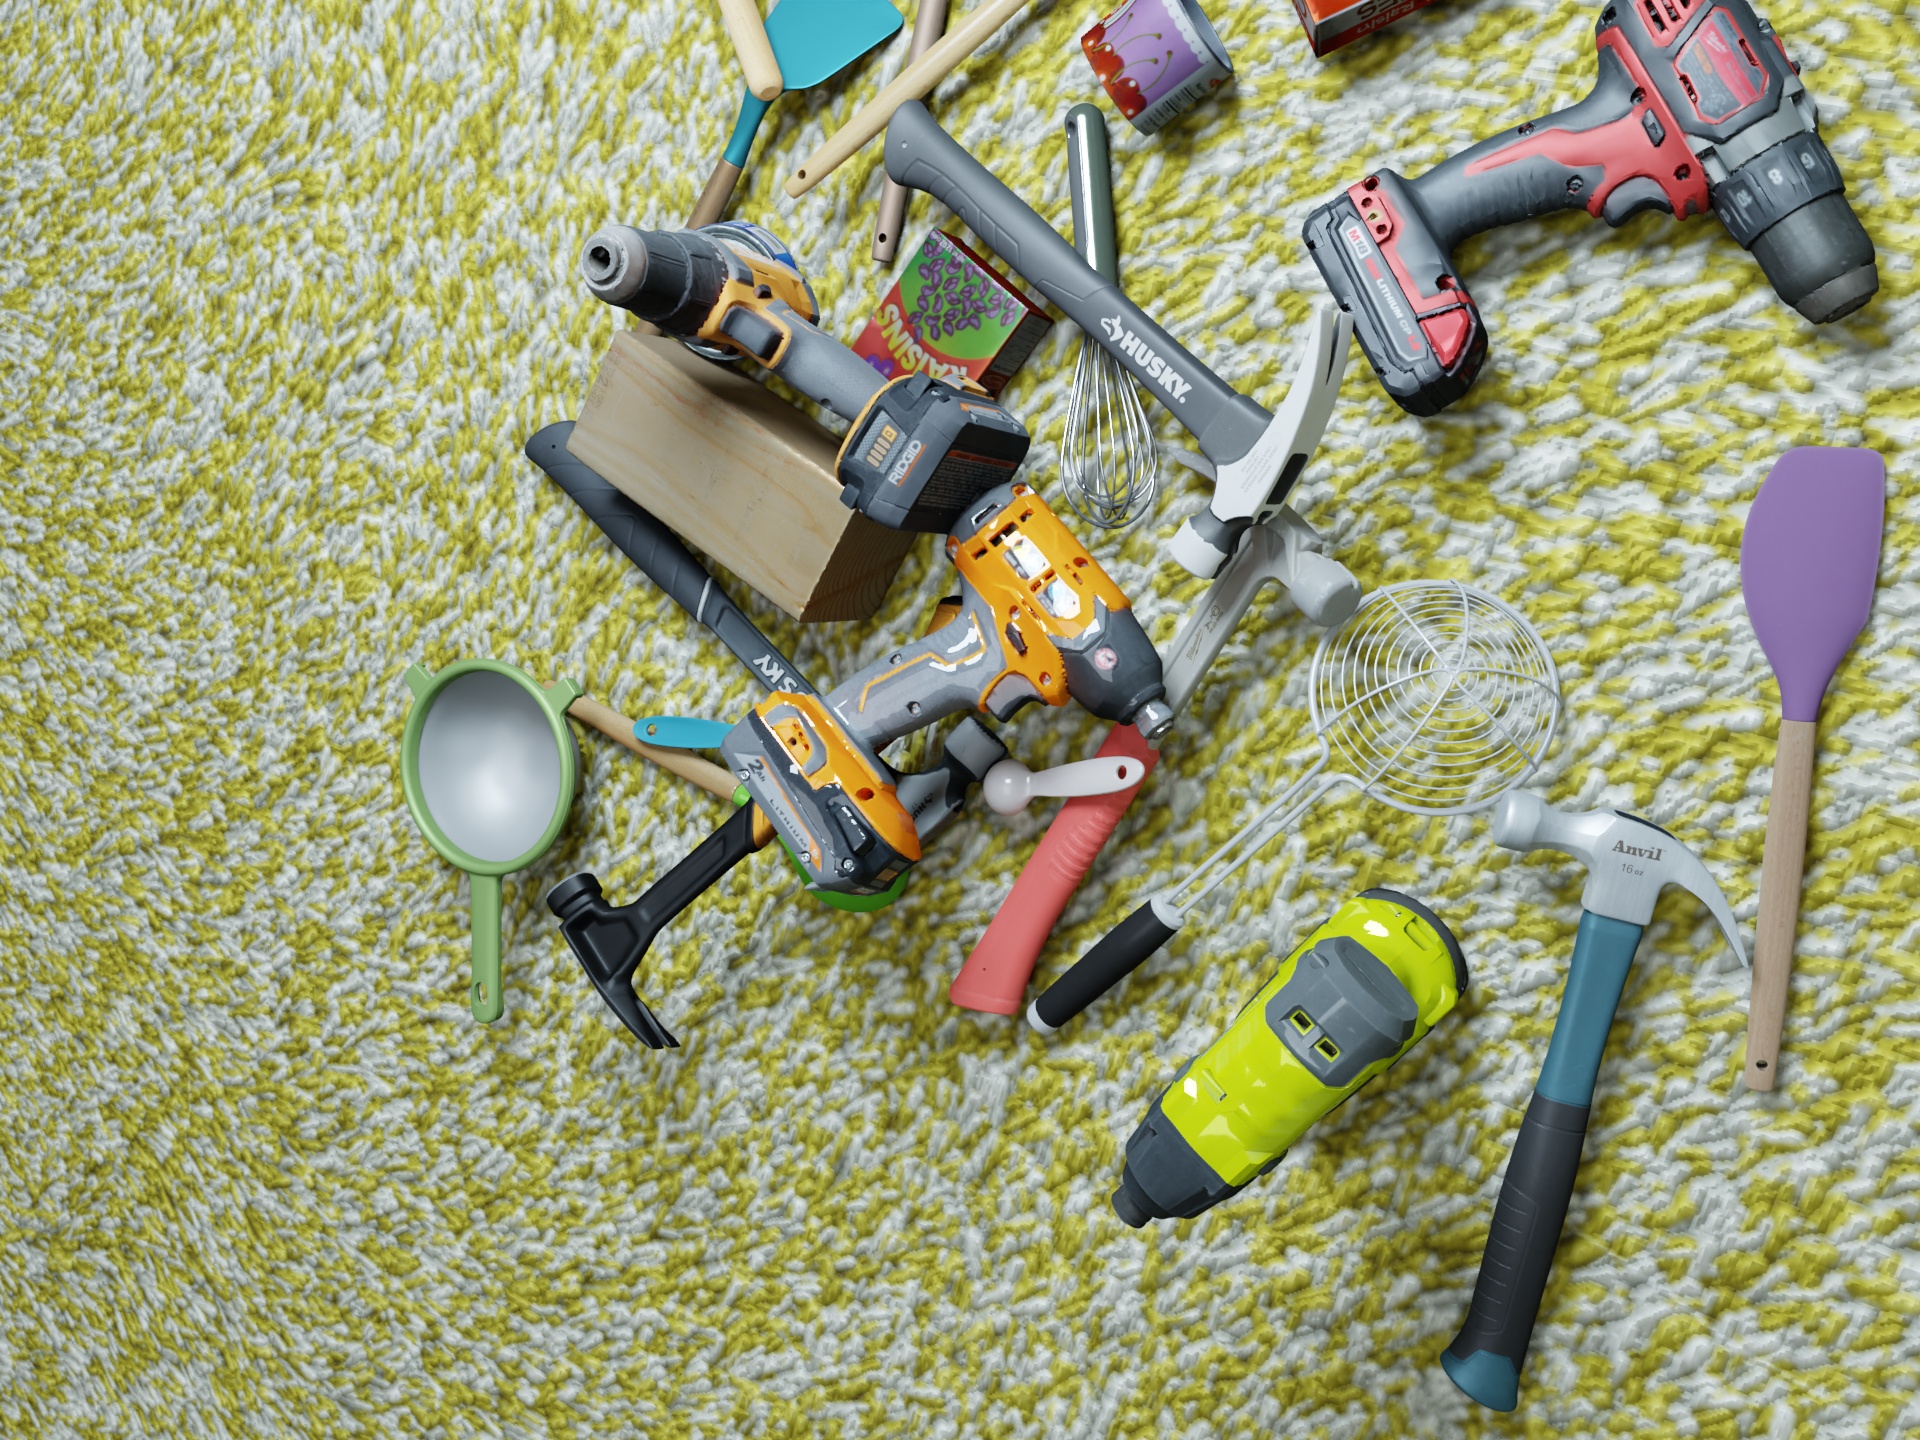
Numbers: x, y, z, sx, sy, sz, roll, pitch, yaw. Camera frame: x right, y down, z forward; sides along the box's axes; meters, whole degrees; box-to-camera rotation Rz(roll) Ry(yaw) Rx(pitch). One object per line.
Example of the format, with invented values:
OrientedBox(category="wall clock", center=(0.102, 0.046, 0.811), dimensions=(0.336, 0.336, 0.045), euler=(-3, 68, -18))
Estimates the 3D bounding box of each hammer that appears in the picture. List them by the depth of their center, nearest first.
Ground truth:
OrientedBox(category="hammer", center=(0.306, 0.206, 0.821), dimensions=(0.128, 0.033, 0.331), euler=(12, 104, 10))
OrientedBox(category="hammer", center=(0.067, -0.238, 0.863), dimensions=(0.335, 0.035, 0.146), euler=(49, 123, 24))
OrientedBox(category="hammer", center=(0.085, 0.025, 0.918), dimensions=(0.149, 0.036, 0.359), euler=(52, 122, 41))
OrientedBox(category="hammer", center=(-0.101, 0.052, 0.962), dimensions=(0.337, 0.034, 0.127), euler=(-42, 69, 9))
OrientedBox(category="hammer", center=(-0.156, -0.061, 1.037), dimensions=(0.409, 0.036, 0.149), euler=(44, 96, 20))

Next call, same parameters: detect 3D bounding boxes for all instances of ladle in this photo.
OrientedBox(category="ladle", center=(0.017, -0.407, 0.921), dimensions=(0.315, 0.031, 0.069), euler=(-35, 78, 19))

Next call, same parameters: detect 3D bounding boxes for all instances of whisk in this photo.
OrientedBox(category="whisk", center=(0.078, -0.232, 0.910), dimensions=(0.058, 0.059, 0.246), euler=(168, 98, -72))
OrientedBox(category="whisk", center=(-0.159, -0.491, 0.996), dimensions=(0.051, 0.047, 0.245), euler=(-43, 63, 59))

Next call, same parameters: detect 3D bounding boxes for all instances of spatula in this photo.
OrientedBox(category="spatula", center=(0.404, 0.025, 0.777), dimensions=(0.060, 0.018, 0.316), euler=(5, 95, 26))
OrientedBox(category="spatula", center=(-0.152, -0.337, 1.034), dimensions=(0.082, 0.044, 0.317), euler=(43, 116, 18))

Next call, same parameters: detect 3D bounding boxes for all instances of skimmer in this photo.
OrientedBox(category="skimmer", center=(0.170, 0.067, 0.895), dimensions=(0.127, 0.090, 0.363), euler=(52, 124, 14))

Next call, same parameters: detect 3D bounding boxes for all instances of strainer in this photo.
OrientedBox(category="strainer", center=(-0.317, 0.083, 1.123), dimensions=(0.151, 0.069, 0.256), euler=(5, 97, 25))

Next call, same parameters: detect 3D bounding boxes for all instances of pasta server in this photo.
OrientedBox(category="pasta server", center=(-0.018, -0.435, 0.948), dimensions=(0.060, 0.040, 0.316), euler=(16, 102, 13))

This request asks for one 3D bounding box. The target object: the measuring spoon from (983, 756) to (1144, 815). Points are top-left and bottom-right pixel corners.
OrientedBox(category="measuring spoon", center=(0.055, 0.034, 0.909), dimensions=(0.124, 0.018, 0.034), euler=(-10, 75, 47))

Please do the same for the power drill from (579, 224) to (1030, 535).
OrientedBox(category="power drill", center=(-0.089, -0.196, 0.878), dimensions=(0.226, 0.185, 0.084), euler=(39, 108, 17))

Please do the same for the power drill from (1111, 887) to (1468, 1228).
OrientedBox(category="power drill", center=(0.166, 0.166, 0.794), dimensions=(0.080, 0.223, 0.171), euler=(47, 112, 17))

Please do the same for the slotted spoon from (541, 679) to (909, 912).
OrientedBox(category="slotted spoon", center=(-0.169, 0.040, 1.068), dimensions=(0.314, 0.031, 0.070), euler=(26, 100, 25))

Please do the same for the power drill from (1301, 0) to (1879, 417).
OrientedBox(category="power drill", center=(0.306, -0.235, 0.778), dimensions=(0.226, 0.080, 0.188), euler=(-30, 81, 23))

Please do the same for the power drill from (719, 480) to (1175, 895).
OrientedBox(category="power drill", center=(-0.001, -0.003, 0.877), dimensions=(0.226, 0.084, 0.164), euler=(-40, 73, 4))

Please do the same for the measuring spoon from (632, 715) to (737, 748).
OrientedBox(category="measuring spoon", center=(-0.160, 0.011, 1.060), dimensions=(0.129, 0.021, 0.042), euler=(4, 82, 24))
